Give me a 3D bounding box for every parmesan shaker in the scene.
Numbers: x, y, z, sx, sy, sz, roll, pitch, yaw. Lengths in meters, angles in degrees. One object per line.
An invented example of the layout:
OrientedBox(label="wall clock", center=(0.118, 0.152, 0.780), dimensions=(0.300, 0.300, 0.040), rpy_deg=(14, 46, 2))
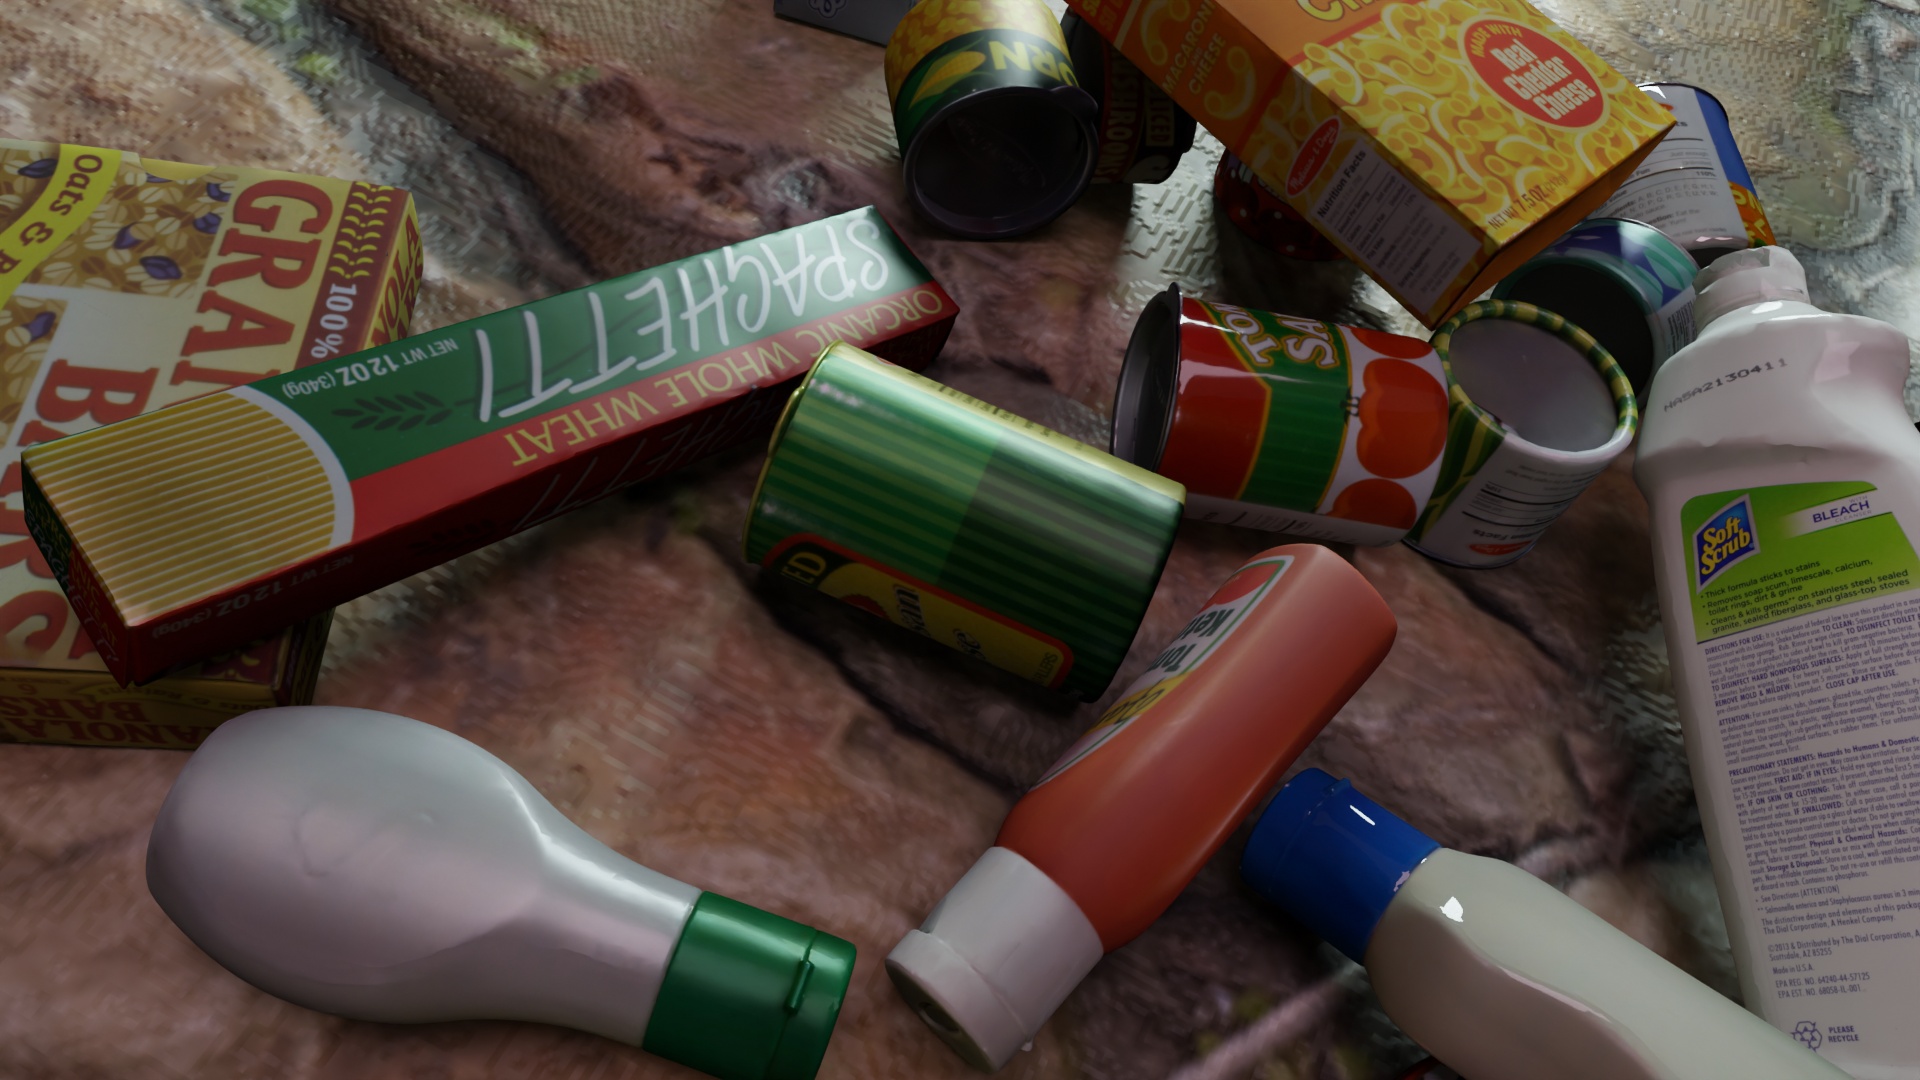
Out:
OrientedBox(label="parmesan shaker", center=(0.001, -0.005, 0.375), dimensions=(0.103, 0.071, 0.072), rpy_deg=(23, 54, 3))

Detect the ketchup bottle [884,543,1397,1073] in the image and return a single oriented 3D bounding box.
OrientedBox(label="ketchup bottle", center=(0.046, 0.064, 0.346), dimensions=(0.043, 0.064, 0.149), rpy_deg=(46, 66, 3))

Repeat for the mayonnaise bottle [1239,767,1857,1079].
OrientedBox(label="mayonnaise bottle", center=(0.135, 0.108, 0.323), dimensions=(0.148, 0.041, 0.065), rpy_deg=(33, 26, 33))

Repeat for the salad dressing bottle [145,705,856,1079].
OrientedBox(label="salad dressing bottle", center=(-0.098, 0.083, 0.308), dimensions=(0.148, 0.043, 0.064), rpy_deg=(20, 53, 0))

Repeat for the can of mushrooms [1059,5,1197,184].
OrientedBox(label="can of mushrooms", center=(0.057, -0.160, 0.497), dimensions=(0.033, 0.070, 0.071), rpy_deg=(-3, 57, -15))

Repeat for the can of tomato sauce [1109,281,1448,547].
OrientedBox(label="can of tomato sauce", center=(0.094, -0.037, 0.420), dimensions=(0.083, 0.070, 0.071), rpy_deg=(9, 55, -8))

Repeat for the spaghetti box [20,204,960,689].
OrientedBox(label="spaghetti box", center=(-0.101, -0.038, 0.369), dimensions=(0.251, 0.028, 0.050), rpy_deg=(-28, 74, -40))

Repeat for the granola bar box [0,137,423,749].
OrientedBox(label="granola bar box", center=(-0.220, -0.031, 0.360), dimensions=(0.124, 0.038, 0.166), rpy_deg=(5, 55, -10))

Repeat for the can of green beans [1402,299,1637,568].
OrientedBox(label="can of green beans", center=(0.169, -0.034, 0.442), dimensions=(0.071, 0.057, 0.071), rpy_deg=(6, 55, -9))

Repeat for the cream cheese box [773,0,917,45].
OrientedBox(label="cream cheese box", center=(-0.035, -0.236, 0.506), dimensions=(0.053, 0.103, 0.024), rpy_deg=(15, 51, -4))

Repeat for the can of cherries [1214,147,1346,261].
OrientedBox(label="can of cherries", center=(0.132, -0.144, 0.510), dimensions=(0.071, 0.058, 0.072), rpy_deg=(7, 55, -10))

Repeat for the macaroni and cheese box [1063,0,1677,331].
OrientedBox(label="macaroni and cheese box", center=(0.133, -0.159, 0.454), dimensions=(0.124, 0.040, 0.167), rpy_deg=(-34, 73, -34))

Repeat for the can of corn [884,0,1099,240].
OrientedBox(label="can of corn", center=(0.011, -0.149, 0.477), dimensions=(0.071, 0.070, 0.058), rpy_deg=(-2, 56, -14))

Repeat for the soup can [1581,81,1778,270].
OrientedBox(label="soup can", center=(0.261, -0.115, 0.517), dimensions=(0.071, 0.071, 0.084), rpy_deg=(9, 56, -7))

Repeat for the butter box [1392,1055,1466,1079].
OrientedBox(label="butter box", center=(0.119, 0.174, 0.307), dimensions=(0.053, 0.024, 0.104), rpy_deg=(-21, 63, -26))

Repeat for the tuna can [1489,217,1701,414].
OrientedBox(label="tuna can", center=(0.216, -0.075, 0.477), dimensions=(0.033, 0.070, 0.071), rpy_deg=(-32, 68, -29))
